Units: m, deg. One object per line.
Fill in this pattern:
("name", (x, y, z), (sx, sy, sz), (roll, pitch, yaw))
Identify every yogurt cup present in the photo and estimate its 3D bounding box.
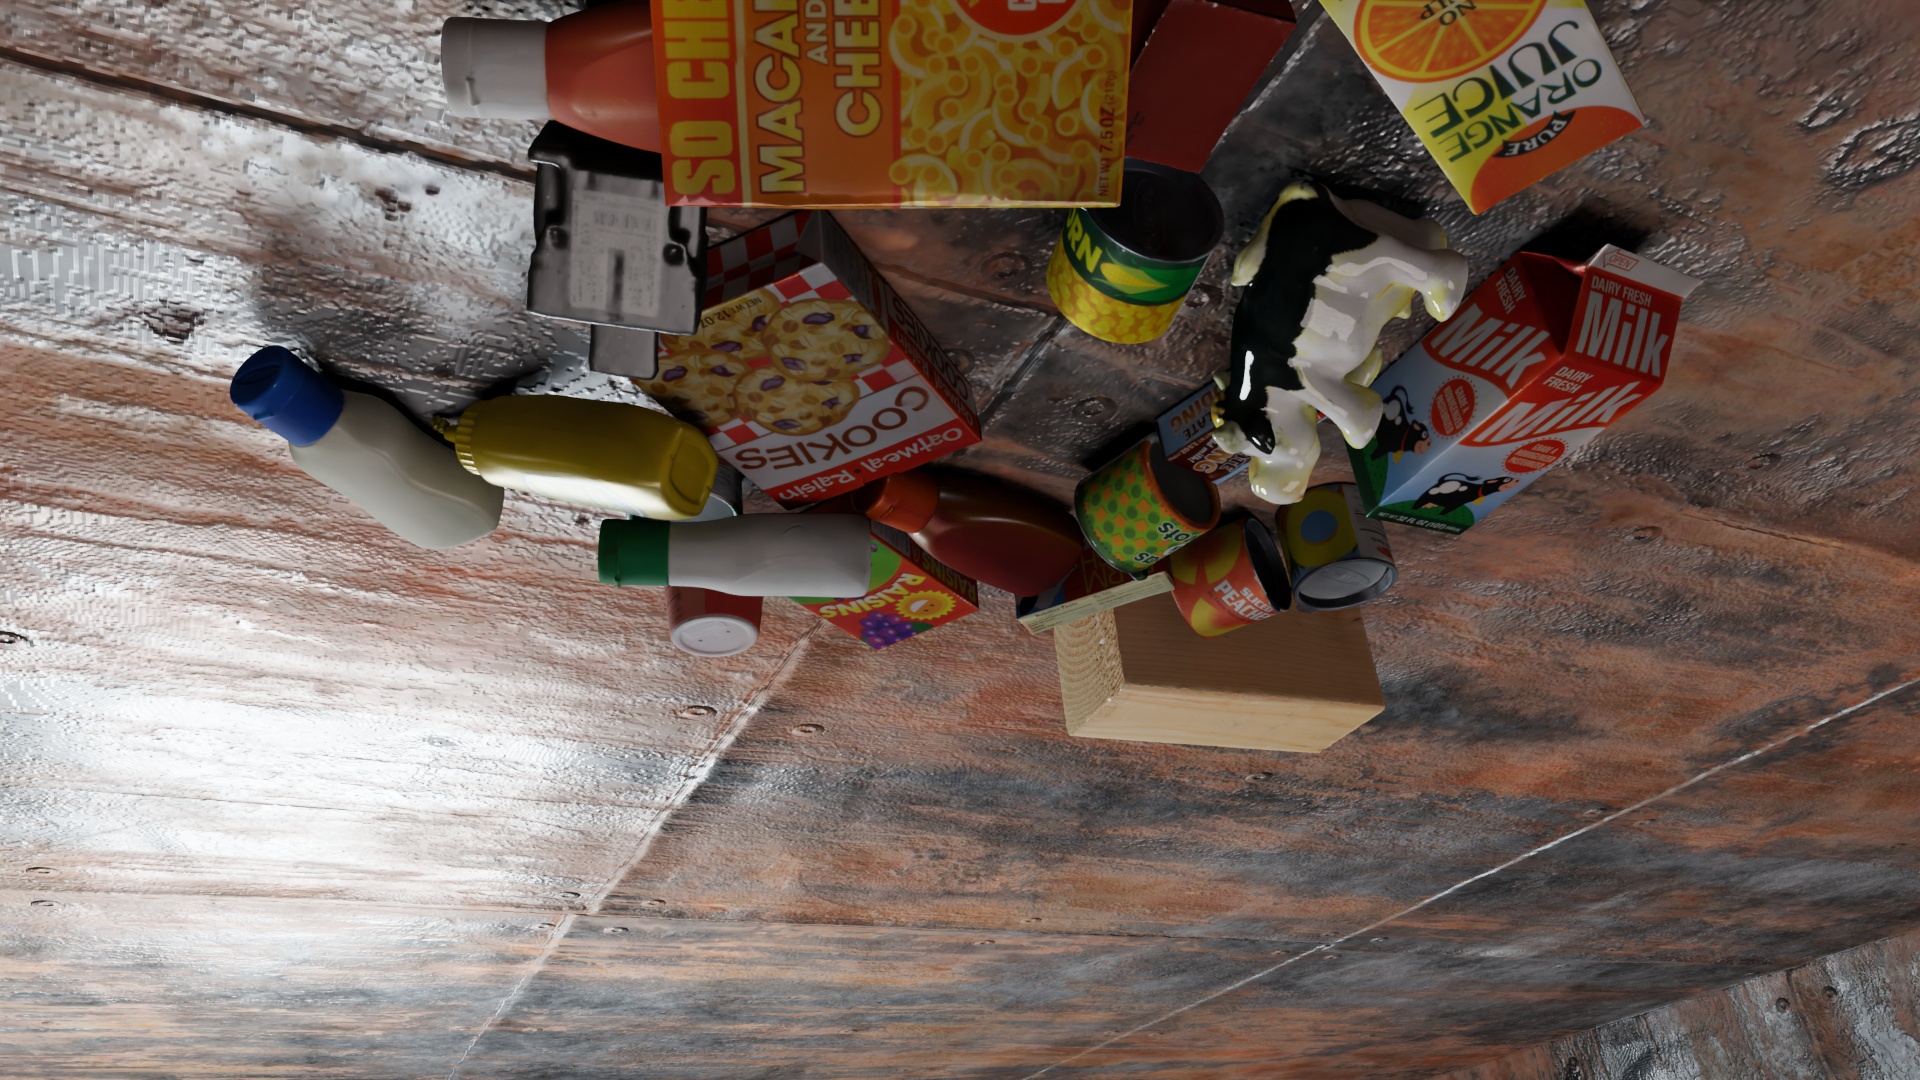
("yogurt cup", (-0.155, 0.038, 0.874), (0.072, 0.054, 0.072), (-5, 148, -3))

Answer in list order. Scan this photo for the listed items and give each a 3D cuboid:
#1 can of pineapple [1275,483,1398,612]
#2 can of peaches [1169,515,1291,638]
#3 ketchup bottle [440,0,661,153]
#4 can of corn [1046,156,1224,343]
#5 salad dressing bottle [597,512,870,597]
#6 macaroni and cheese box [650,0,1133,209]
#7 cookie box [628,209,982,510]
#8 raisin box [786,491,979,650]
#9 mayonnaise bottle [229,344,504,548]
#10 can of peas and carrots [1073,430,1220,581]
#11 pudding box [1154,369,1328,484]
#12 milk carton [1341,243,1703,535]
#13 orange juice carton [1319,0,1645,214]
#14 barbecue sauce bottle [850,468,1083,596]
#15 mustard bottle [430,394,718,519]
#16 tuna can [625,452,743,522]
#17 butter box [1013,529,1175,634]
("can of pineapple", (0.238, 0.005, 0.891), (0.071, 0.058, 0.070), (-4, 148, -3))
("can of peaches", (0.174, 0.026, 0.901), (0.058, 0.071, 0.071), (-23, 145, 27))
("ketchup bottle", (-0.119, -0.179, 0.536), (0.149, 0.044, 0.064), (-1, 136, -9))
("can of corn", (0.075, -0.132, 0.629), (0.071, 0.071, 0.058), (3, 148, -15))
("salad dressing bottle", (-0.125, 0.008, 0.776), (0.148, 0.044, 0.064), (1, 158, -10))
("macaroni and cheese box", (-0.024, -0.183, 0.497), (0.167, 0.040, 0.123), (-2, 114, -7))
("cookie box", (-0.080, -0.083, 0.703), (0.123, 0.040, 0.167), (-18, 147, 19))
("raisin box", (-0.056, 0.020, 0.879), (0.086, 0.040, 0.123), (-24, 143, 25))
("mayonnaise bottle", (-0.307, -0.046, 0.723), (0.064, 0.041, 0.147), (-11, 148, 20))
("can of peas and carrots", (0.111, -0.020, 0.813), (0.071, 0.071, 0.058), (20, 139, -36))
("pudding box", (0.158, -0.069, 0.782), (0.049, 0.030, 0.083), (21, 140, -38))
("milk carton", (0.294, -0.085, 0.739), (0.072, 0.074, 0.189), (11, 144, -25))
("orange juice carton", (0.203, -0.197, 0.540), (0.071, 0.073, 0.192), (-27, 143, 30))
("barbecue sauce bottle", (0.003, -0.010, 0.835), (0.148, 0.044, 0.064), (22, 131, -37))
("mustard bottle", (-0.205, -0.046, 0.709), (0.160, 0.049, 0.065), (9, 163, 20))
("tuna can", (-0.158, -0.024, 0.794), (0.071, 0.033, 0.070), (-5, 148, -3))
("butter box", (0.084, 0.019, 0.890), (0.103, 0.053, 0.024), (-20, 143, 19))
